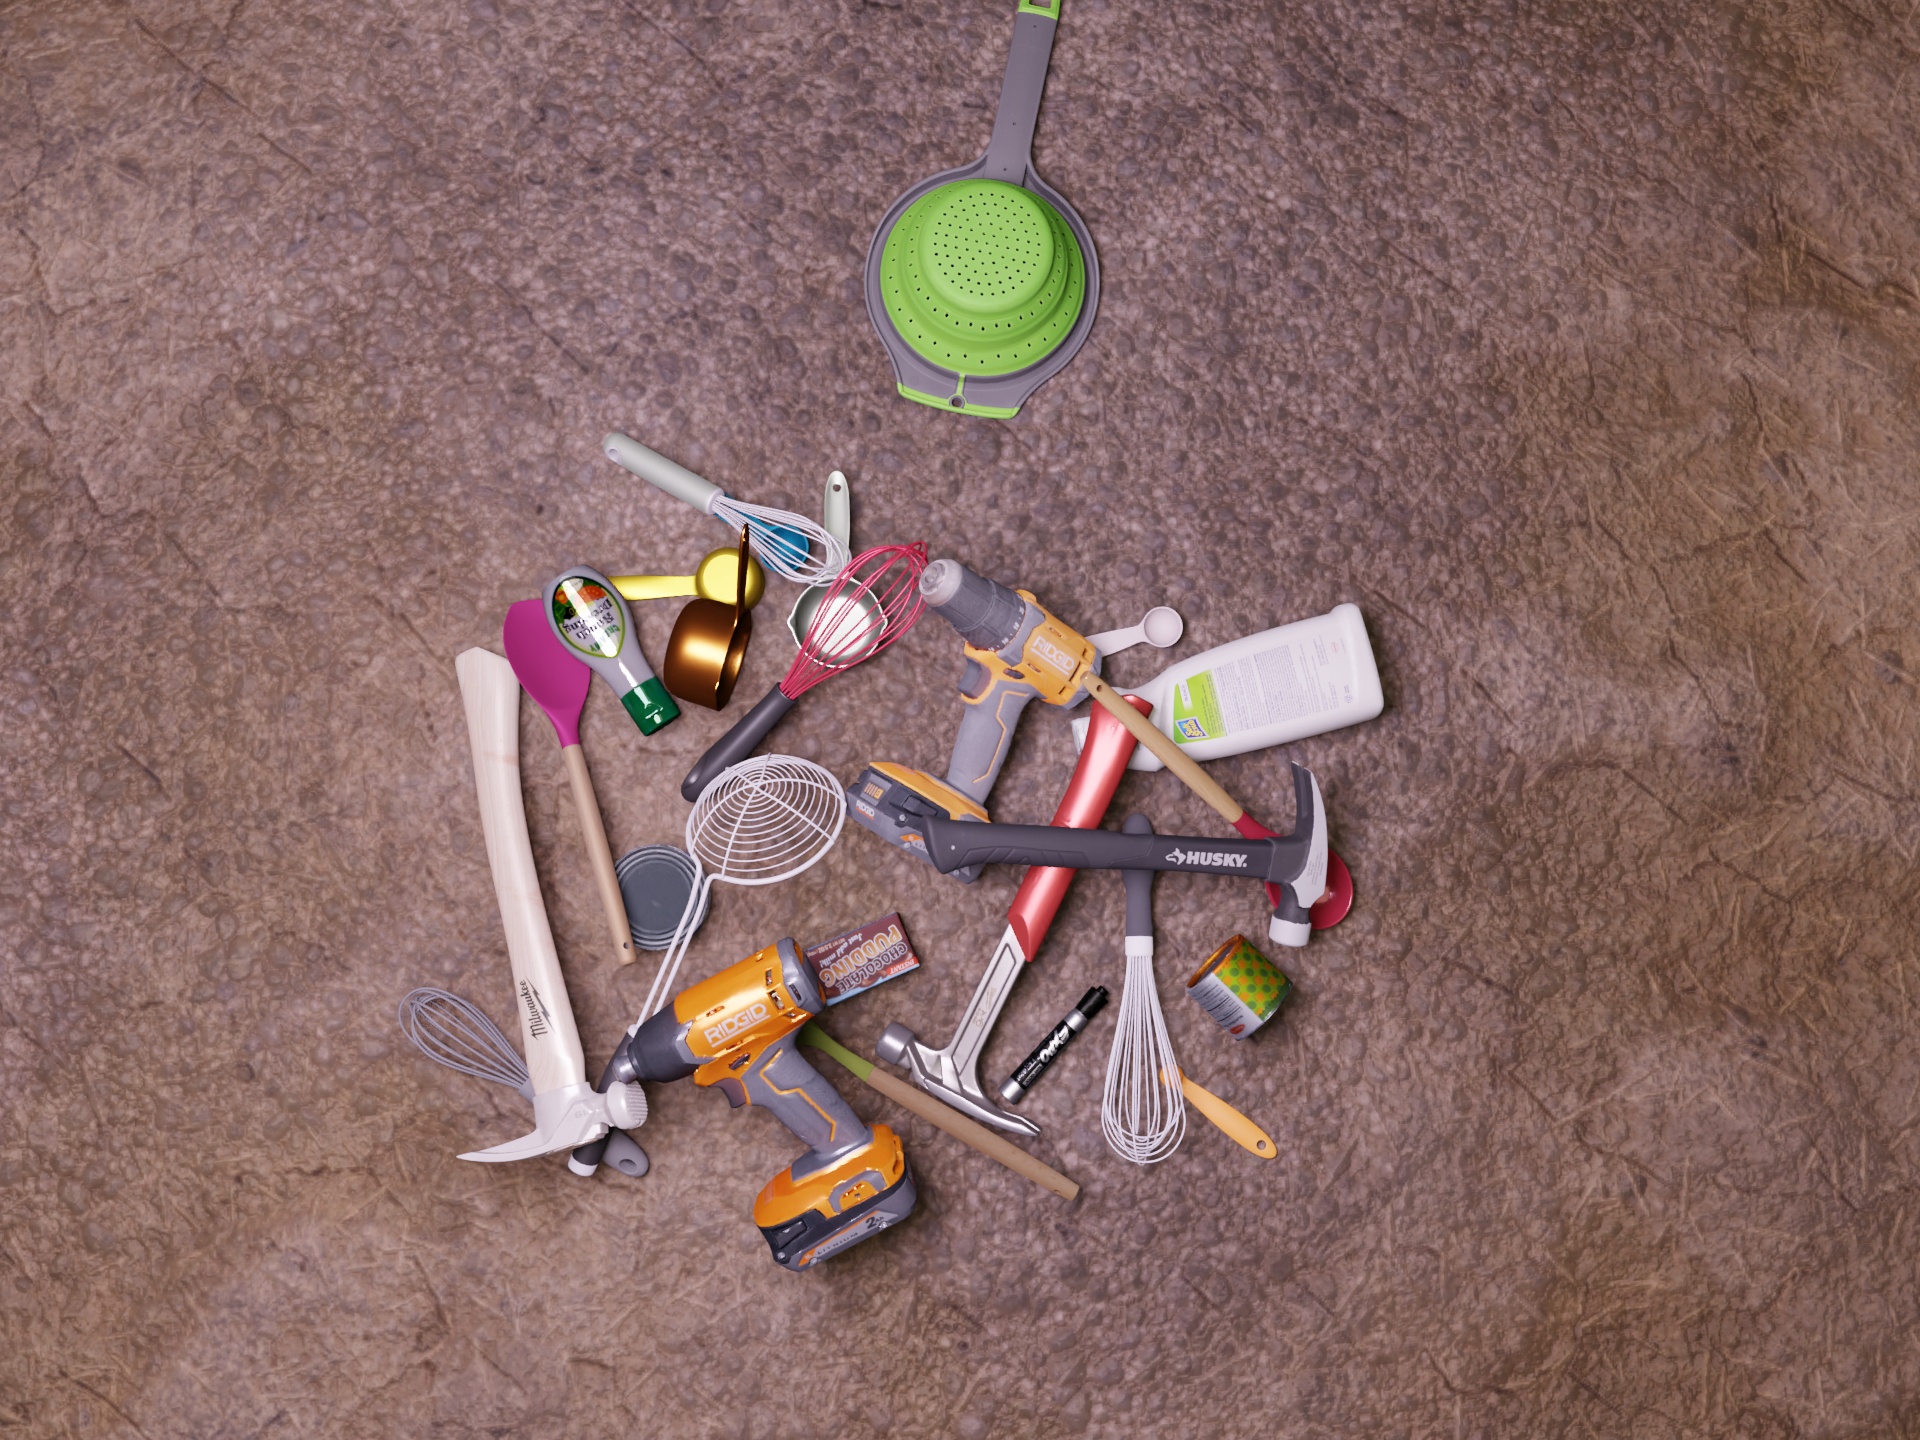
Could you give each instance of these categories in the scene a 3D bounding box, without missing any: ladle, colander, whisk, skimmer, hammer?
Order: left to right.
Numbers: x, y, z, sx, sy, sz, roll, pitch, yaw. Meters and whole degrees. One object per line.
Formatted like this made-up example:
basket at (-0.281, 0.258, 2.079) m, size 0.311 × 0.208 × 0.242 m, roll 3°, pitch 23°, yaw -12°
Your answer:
hammer at (-0.359, 0.138, 1.261) m, size 0.146 × 0.038 × 0.411 m, roll -19°, pitch 72°, yaw 9°
whisk at (-0.349, 0.294, 1.278) m, size 0.239 × 0.055 × 0.055 m, roll 37°, pitch 84°, yaw -3°
skimmer at (-0.208, 0.194, 1.259) m, size 0.127 × 0.090 × 0.363 m, roll 28°, pitch 97°, yaw 33°
whisk at (-0.196, -0.178, 1.316) m, size 0.246 × 0.057 × 0.059 m, roll 30°, pitch 50°, yaw 15°
whisk at (-0.127, -0.036, 1.282) m, size 0.073 × 0.073 × 0.296 m, roll 46°, pitch 105°, yaw 3°
ladle at (-0.054, 0.304, 1.259) m, size 0.320 × 0.078 × 0.062 m, roll 28°, pitch 53°, yaw 8°
colander at (0.036, -0.462, 1.346) m, size 0.204 × 0.094 × 0.397 m, roll 12°, pitch 84°, yaw -1°
hammer at (0.072, 0.146, 1.278) m, size 0.149 × 0.036 × 0.359 m, roll 26°, pitch 92°, yaw 12°
hammer at (0.132, 0.096, 1.236) m, size 0.334 × 0.035 × 0.146 m, roll 5°, pitch 101°, yaw -16°
whisk at (0.147, 0.217, 1.302) m, size 0.070 × 0.070 × 0.285 m, roll 1°, pitch 79°, yaw -2°
ladle at (0.205, 0.062, 1.279) m, size 0.315 × 0.031 × 0.069 m, roll 41°, pitch 84°, yaw -21°

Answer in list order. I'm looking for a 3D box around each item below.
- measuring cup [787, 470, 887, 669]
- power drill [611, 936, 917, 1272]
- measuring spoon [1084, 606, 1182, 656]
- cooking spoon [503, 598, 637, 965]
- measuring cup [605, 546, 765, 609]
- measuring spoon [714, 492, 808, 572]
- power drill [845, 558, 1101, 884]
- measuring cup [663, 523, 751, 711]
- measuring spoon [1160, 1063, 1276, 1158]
measuring cup at (-0.103, -0.124, 1.335) m, size 0.083 × 0.038 × 0.168 m, roll -1°, pitch 82°, yaw -2°
power drill at (-0.146, 0.293, 1.193) m, size 0.164 × 0.084 × 0.226 m, roll -27°, pitch 103°, yaw -1°
measuring spoon at (0.128, -0.066, 1.351) m, size 0.124 × 0.018 × 0.034 m, roll -16°, pitch 90°, yaw 3°
cooking spoon at (-0.310, 0.046, 1.290) m, size 0.068 × 0.017 × 0.319 m, roll -8°, pitch 72°, yaw -34°
measuring cup at (-0.243, -0.115, 1.332) m, size 0.156 × 0.029 × 0.062 m, roll -3°, pitch 84°, yaw -2°
measuring spoon at (-0.182, -0.167, 1.350) m, size 0.129 × 0.021 × 0.042 m, roll 35°, pitch 81°, yaw 11°
power drill at (-0.002, -0.004, 1.263) m, size 0.185 × 0.084 × 0.226 m, roll 33°, pitch 86°, yaw -39°
measuring cup at (-0.201, -0.089, 1.273) m, size 0.052 × 0.095 × 0.173 m, roll 15°, pitch 127°, yaw 3°
measuring spoon at (0.214, 0.323, 1.311) m, size 0.117 × 0.011 × 0.021 m, roll 38°, pitch 84°, yaw 2°
